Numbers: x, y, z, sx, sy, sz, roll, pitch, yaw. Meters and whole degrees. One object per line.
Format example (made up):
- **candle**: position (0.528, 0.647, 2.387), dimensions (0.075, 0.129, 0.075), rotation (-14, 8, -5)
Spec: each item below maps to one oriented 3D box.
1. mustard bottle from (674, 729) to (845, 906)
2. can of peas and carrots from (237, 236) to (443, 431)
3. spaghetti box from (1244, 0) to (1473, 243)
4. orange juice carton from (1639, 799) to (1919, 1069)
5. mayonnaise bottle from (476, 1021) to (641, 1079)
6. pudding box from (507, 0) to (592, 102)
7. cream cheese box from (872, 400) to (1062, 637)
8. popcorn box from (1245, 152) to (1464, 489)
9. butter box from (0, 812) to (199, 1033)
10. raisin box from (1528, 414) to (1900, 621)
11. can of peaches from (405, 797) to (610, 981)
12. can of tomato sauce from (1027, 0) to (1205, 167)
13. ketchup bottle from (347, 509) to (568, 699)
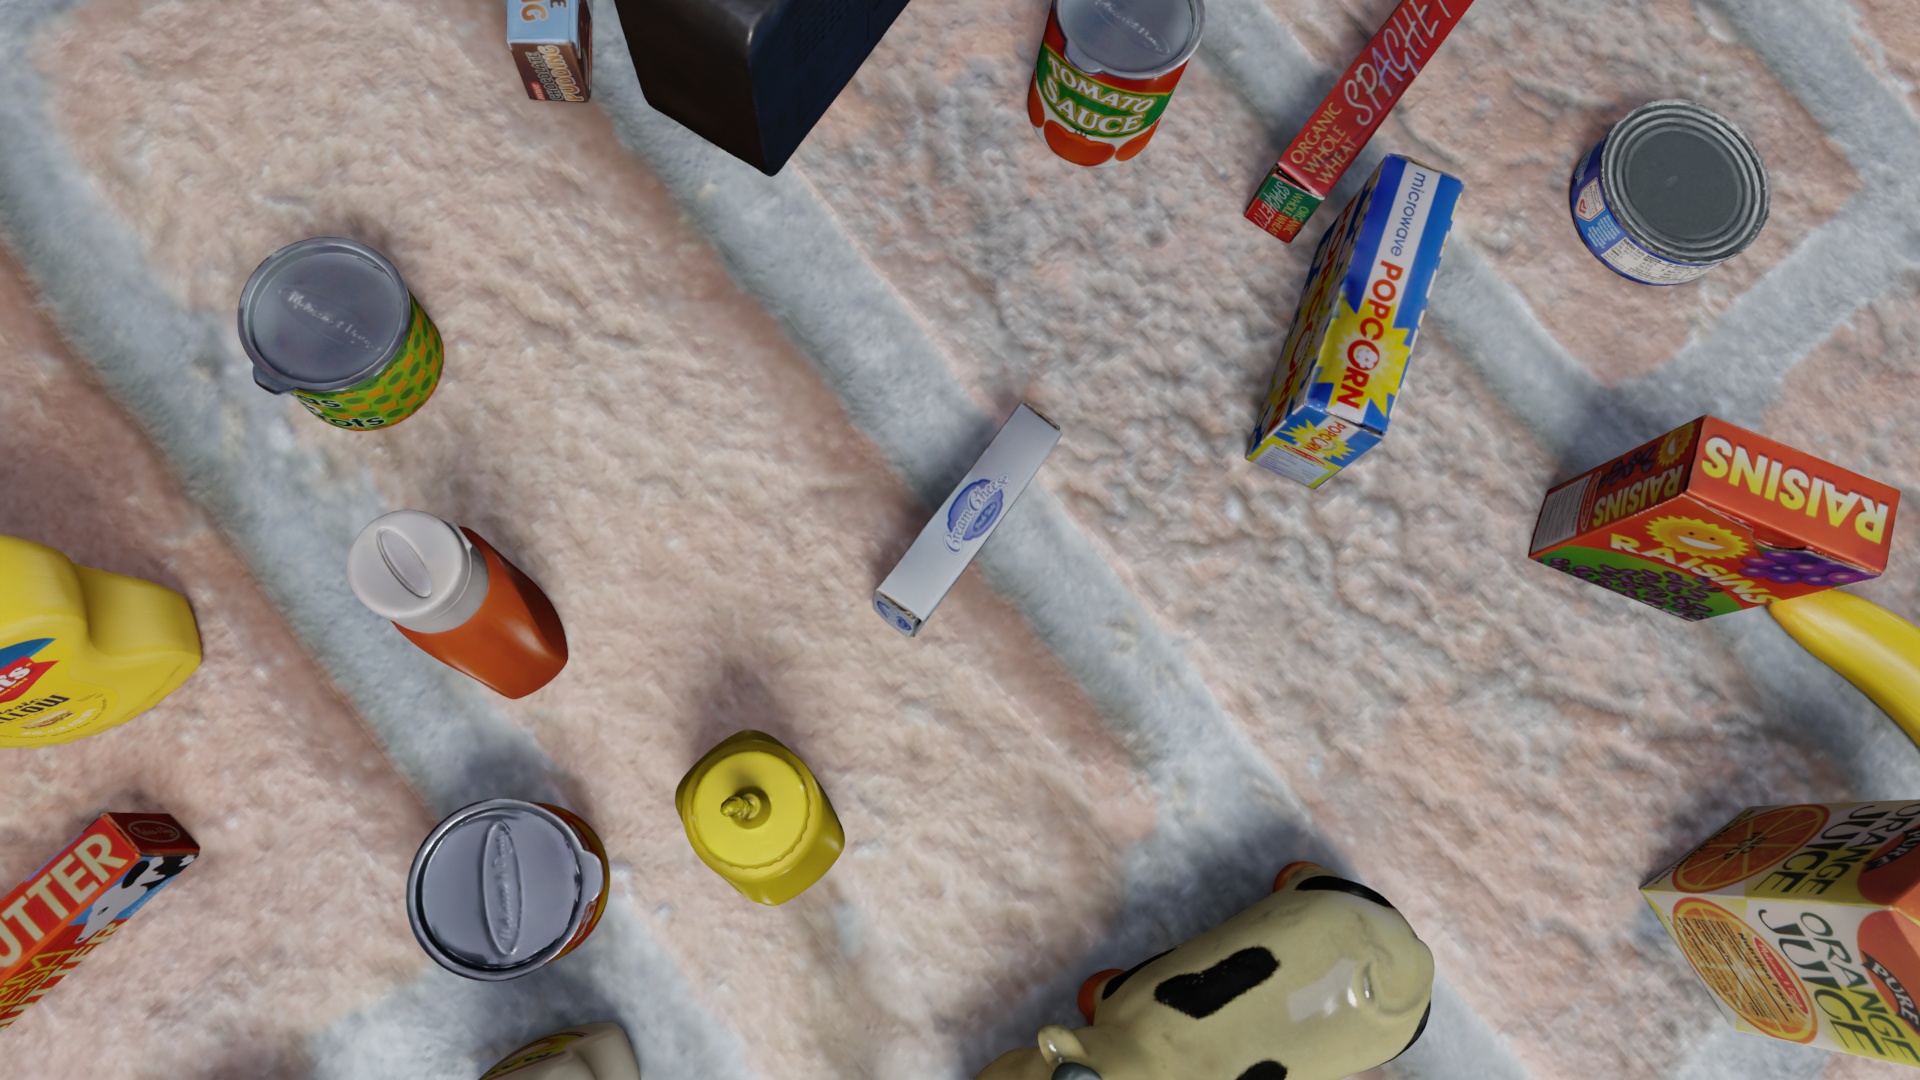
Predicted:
- **mustard bottle**: position (-0.073, 0.100, 0.507), dimensions (0.049, 0.160, 0.065), rotation (-39, 84, -12)
- **can of peas and carrots**: position (-0.258, -0.083, 0.581), dimensions (0.071, 0.058, 0.071), rotation (1, 77, -6)
- **spaghetti box**: position (0.221, -0.248, 0.675), dimensions (0.029, 0.050, 0.251), rotation (37, 76, 3)
- **orange juice carton**: position (0.357, 0.147, 0.525), dimensions (0.072, 0.192, 0.073), rotation (-31, 82, -11)
- **mayonnaise bottle**: position (-0.151, 0.201, 0.481), dimensions (0.065, 0.147, 0.041), rotation (-20, 80, -10)
- **pudding box**: position (-0.186, -0.249, 0.632), dimensions (0.030, 0.049, 0.084), rotation (-2, 77, -6)
- **cream cheese box**: position (0.002, -0.007, 0.595), dimensions (0.024, 0.053, 0.104), rotation (36, 76, 3)
- **popcorn box**: position (0.174, -0.095, 0.617), dimensions (0.038, 0.085, 0.127), rotation (22, 76, -1)
- **butter box**: position (-0.345, 0.147, 0.522), dimensions (0.024, 0.053, 0.104), rotation (45, 77, 5)
- **raisin box**: position (0.314, -0.005, 0.591), dimensions (0.086, 0.123, 0.040), rotation (22, 76, -1)
- **can of peaches**: position (-0.171, 0.134, 0.541), dimensions (0.071, 0.058, 0.071), rotation (1, 77, -6)
- **can of tomato sauce**: position (0.068, -0.217, 0.635), dimensions (0.071, 0.083, 0.071), rotation (1, 77, -6)
- **ketchup bottle**: position (-0.186, 0.022, 0.519), dimensions (0.043, 0.148, 0.065), rotation (-37, 84, -12)
